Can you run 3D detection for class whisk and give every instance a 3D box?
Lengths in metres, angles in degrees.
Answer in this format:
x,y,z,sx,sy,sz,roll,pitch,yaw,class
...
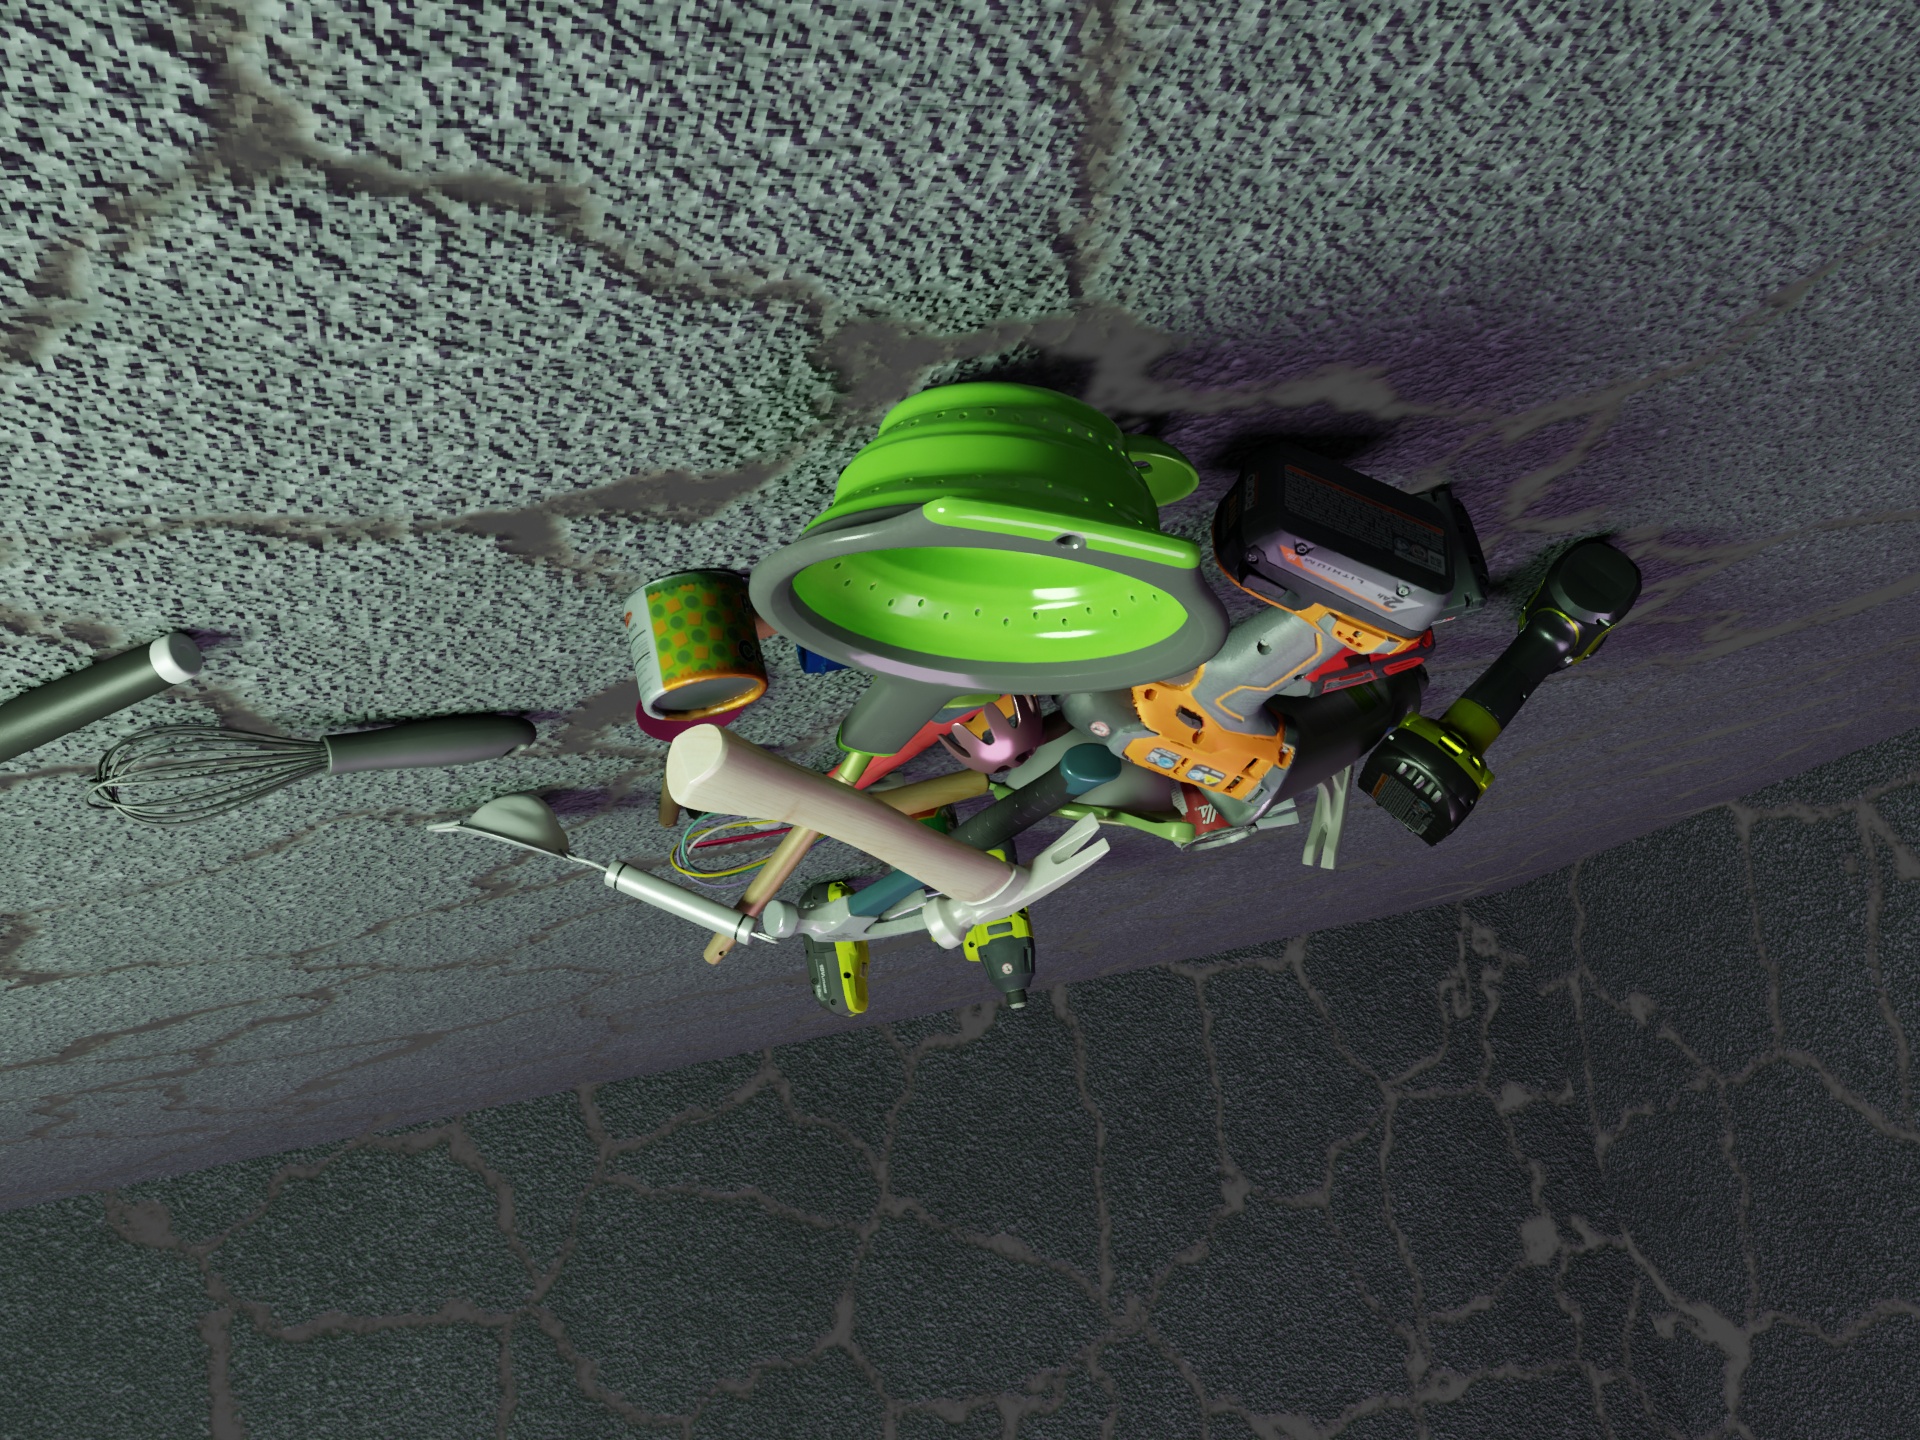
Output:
x,y,z,sx,sy,sz,roll,pitch,yaw,class
-0.347,0.021,0.870,0.239,0.055,0.055,-8,164,-37,whisk
-0.089,0.067,1.129,0.245,0.051,0.047,-14,-173,-26,whisk

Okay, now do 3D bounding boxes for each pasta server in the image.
x,y,z,sx,sy,sz,roll,pitch,yaw,class
0.050,0.001,1.048,0.060,0.040,0.316,-32,177,13,pasta server

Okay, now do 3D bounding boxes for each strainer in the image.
x,y,z,sx,sy,sz,roll,pitch,yaw,class
-0.237,0.099,1.072,0.258,0.050,0.086,22,172,9,strainer
0.119,0.043,1.209,0.151,0.069,0.256,6,-177,-17,strainer

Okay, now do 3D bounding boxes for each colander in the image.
x,y,z,sx,sy,sz,roll,pitch,yaw,class
-0.006,-0.064,0.768,0.204,0.094,0.397,9,164,-13,colander

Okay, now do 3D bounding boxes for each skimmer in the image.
x,y,z,sx,sy,sz,roll,pitch,yaw,class
-0.515,0.053,0.744,0.363,0.090,0.127,-21,132,13,skimmer

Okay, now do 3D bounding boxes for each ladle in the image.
x,y,z,sx,sy,sz,roll,pitch,yaw,class
-0.082,0.062,1.026,0.078,0.062,0.320,15,125,-37,ladle

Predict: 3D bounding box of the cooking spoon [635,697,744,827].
x,y,z,sx,sy,sz,roll,pitch,yaw,class
-0.188,0.023,1.064,0.068,0.017,0.318,-9,163,-16,cooking spoon

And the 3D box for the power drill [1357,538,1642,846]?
x,y,z,sx,sy,sz,roll,pitch,yaw,class
0.404,-0.018,1.195,0.228,0.080,0.190,-47,165,-6,power drill

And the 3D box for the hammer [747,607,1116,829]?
x,y,z,sx,sy,sz,roll,pitch,yaw,class
-0.002,-0.004,1.100,0.143,0.038,0.386,-4,161,-37,hammer

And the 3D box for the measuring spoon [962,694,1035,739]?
x,y,z,sx,sy,sz,roll,pitch,yaw,class
0.031,-0.012,1.143,0.011,0.021,0.117,-55,-172,-33,measuring spoon

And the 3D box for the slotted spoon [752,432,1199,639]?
x,y,z,sx,sy,sz,roll,pitch,yaw,class
-0.025,-0.084,0.824,0.314,0.031,0.070,-19,156,25,slotted spoon

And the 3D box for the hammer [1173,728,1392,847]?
x,y,z,sx,sy,sz,roll,pitch,yaw,class
0.347,0.053,1.606,0.144,0.035,0.405,-9,163,-17,hammer

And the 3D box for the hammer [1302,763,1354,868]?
x,y,z,sx,sy,sz,roll,pitch,yaw,class
0.218,0.026,1.262,0.037,0.149,0.358,7,175,41,hammer

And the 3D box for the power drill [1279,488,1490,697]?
x,y,z,sx,sy,sz,roll,pitch,yaw,class
0.253,-0.068,1.043,0.143,0.079,0.219,-14,167,1,power drill

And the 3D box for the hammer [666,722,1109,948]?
x,y,z,sx,sy,sz,roll,pitch,yaw,class
-0.039,0.066,0.993,0.146,0.038,0.410,-32,153,14,hammer

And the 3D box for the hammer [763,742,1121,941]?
x,y,z,sx,sy,sz,roll,pitch,yaw,class
-0.007,0.099,1.204,0.128,0.033,0.331,10,147,-40,hammer

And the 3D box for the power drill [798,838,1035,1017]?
x,y,z,sx,sy,sz,roll,pitch,yaw,class
-0.039,0.220,1.599,0.223,0.171,0.080,-13,164,7,power drill

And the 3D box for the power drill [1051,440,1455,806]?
x,y,z,sx,sy,sz,roll,pitch,yaw,class
0.149,-0.047,0.889,0.164,0.084,0.226,20,140,-12,power drill
